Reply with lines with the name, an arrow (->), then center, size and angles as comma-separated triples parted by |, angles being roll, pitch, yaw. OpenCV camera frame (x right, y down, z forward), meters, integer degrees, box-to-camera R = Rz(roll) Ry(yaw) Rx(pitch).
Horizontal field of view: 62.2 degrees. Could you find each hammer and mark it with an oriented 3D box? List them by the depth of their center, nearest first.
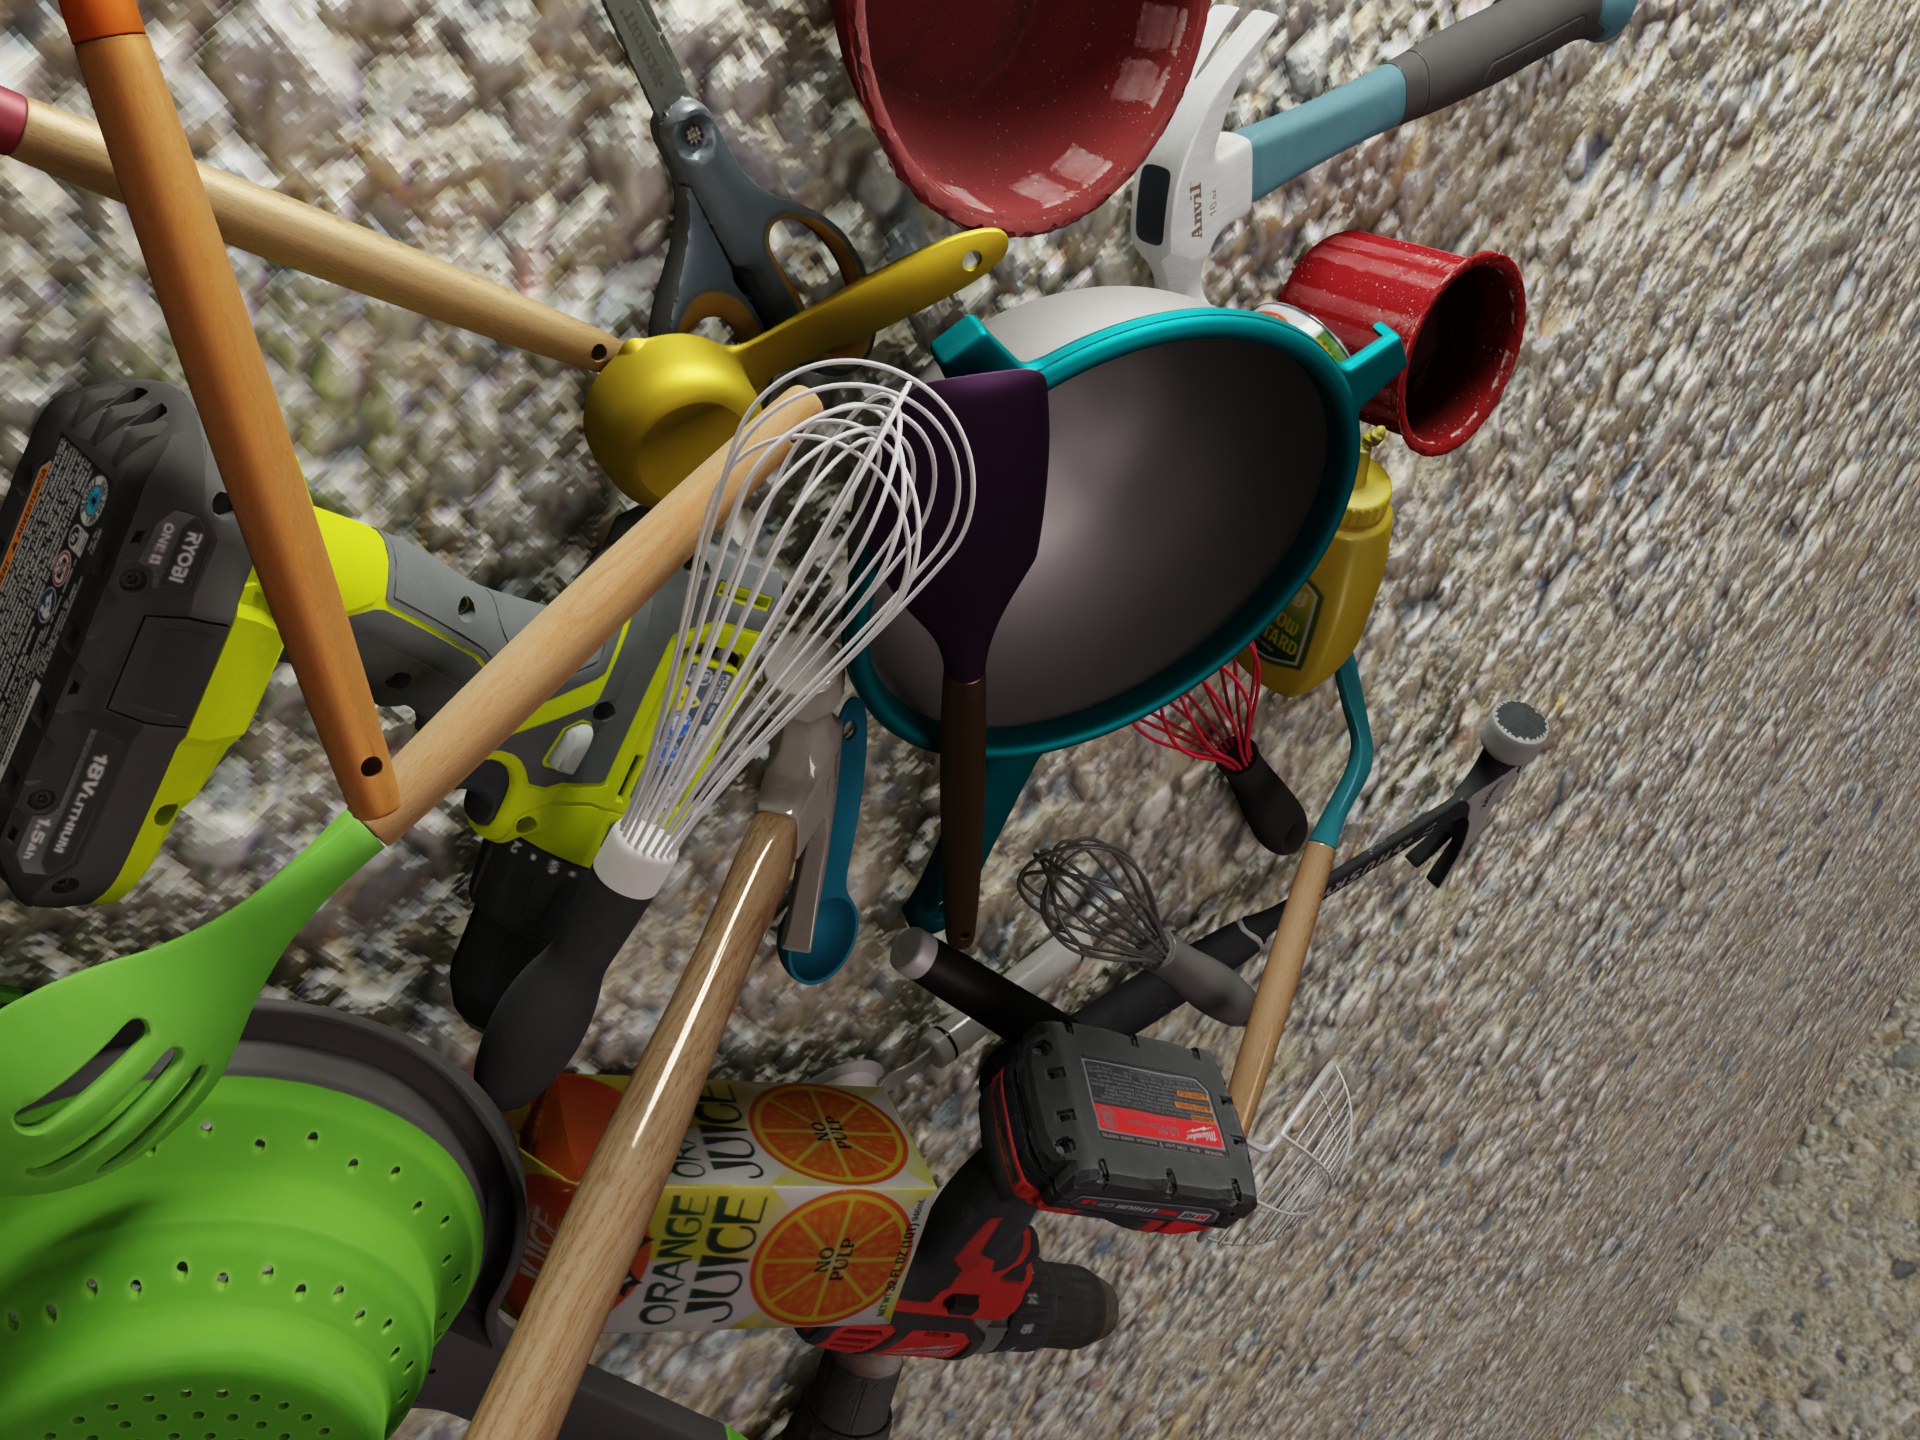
hammer -> -0.101, 0.129, 0.539 | 0.130, 0.031, 0.331 | 95, 11, -51
hammer -> 0.200, -0.282, 0.710 | 0.331, 0.033, 0.128 | -33, 135, -26
hammer -> 0.179, 0.118, 0.925 | 0.409, 0.036, 0.149 | -25, 147, -27

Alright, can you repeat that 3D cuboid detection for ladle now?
ladle -> -0.209, -0.140, 0.400 | 0.315, 0.031, 0.069 | 13, 108, -50

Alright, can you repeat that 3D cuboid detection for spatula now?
spatula -> -0.184, -0.125, 0.357 | 0.081, 0.041, 0.322 | -27, 116, -36
spatula -> -0.001, -0.002, 0.590 | 0.059, 0.018, 0.315 | -11, 142, -8
spatula -> 0.170, 0.087, 0.826 | 0.082, 0.044, 0.317 | 40, 66, -59

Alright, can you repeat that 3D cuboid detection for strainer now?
strainer -> 0.020, -0.045, 0.651 | 0.211, 0.095, 0.340 | -7, 141, -29
strainer -> -0.015, 0.164, 0.774 | 0.258, 0.050, 0.086 | -32, 149, -31

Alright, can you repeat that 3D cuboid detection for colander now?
colander -> -0.187, 0.234, 0.527 | 0.204, 0.095, 0.396 | -38, 128, 8

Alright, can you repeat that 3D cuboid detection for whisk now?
whisk -> -0.084, 0.018, 0.486 | 0.070, 0.070, 0.284 | 8, 122, -47
whisk -> 0.100, 0.112, 0.788 | 0.055, 0.055, 0.238 | -55, 139, -3
whisk -> 0.136, 0.011, 0.817 | 0.073, 0.073, 0.295 | -53, 146, -6

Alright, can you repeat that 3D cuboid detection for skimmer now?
skimmer -> 0.086, 0.182, 0.830 | 0.363, 0.090, 0.127 | 36, 91, -32

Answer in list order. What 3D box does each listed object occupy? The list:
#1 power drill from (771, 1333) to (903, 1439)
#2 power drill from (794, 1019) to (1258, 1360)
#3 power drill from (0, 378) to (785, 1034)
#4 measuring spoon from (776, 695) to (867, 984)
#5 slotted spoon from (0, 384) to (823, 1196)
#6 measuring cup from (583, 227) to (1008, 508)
power drill -> -0.123, 0.400, 0.786 | 0.226, 0.084, 0.185 | -1, 114, -49
power drill -> 0.044, 0.246, 0.772 | 0.187, 0.080, 0.226 | 17, 131, -30
power drill -> -0.174, 0.008, 0.490 | 0.228, 0.080, 0.190 | 17, 102, -51
measuring spoon -> -0.059, 0.050, 0.679 | 0.042, 0.021, 0.128 | -7, 110, -50
slotted spoon -> -0.146, 0.010, 0.440 | 0.314, 0.031, 0.070 | -48, 148, -19
measuring cup -> -0.048, -0.118, 0.523 | 0.156, 0.029, 0.062 | -28, 142, -3
